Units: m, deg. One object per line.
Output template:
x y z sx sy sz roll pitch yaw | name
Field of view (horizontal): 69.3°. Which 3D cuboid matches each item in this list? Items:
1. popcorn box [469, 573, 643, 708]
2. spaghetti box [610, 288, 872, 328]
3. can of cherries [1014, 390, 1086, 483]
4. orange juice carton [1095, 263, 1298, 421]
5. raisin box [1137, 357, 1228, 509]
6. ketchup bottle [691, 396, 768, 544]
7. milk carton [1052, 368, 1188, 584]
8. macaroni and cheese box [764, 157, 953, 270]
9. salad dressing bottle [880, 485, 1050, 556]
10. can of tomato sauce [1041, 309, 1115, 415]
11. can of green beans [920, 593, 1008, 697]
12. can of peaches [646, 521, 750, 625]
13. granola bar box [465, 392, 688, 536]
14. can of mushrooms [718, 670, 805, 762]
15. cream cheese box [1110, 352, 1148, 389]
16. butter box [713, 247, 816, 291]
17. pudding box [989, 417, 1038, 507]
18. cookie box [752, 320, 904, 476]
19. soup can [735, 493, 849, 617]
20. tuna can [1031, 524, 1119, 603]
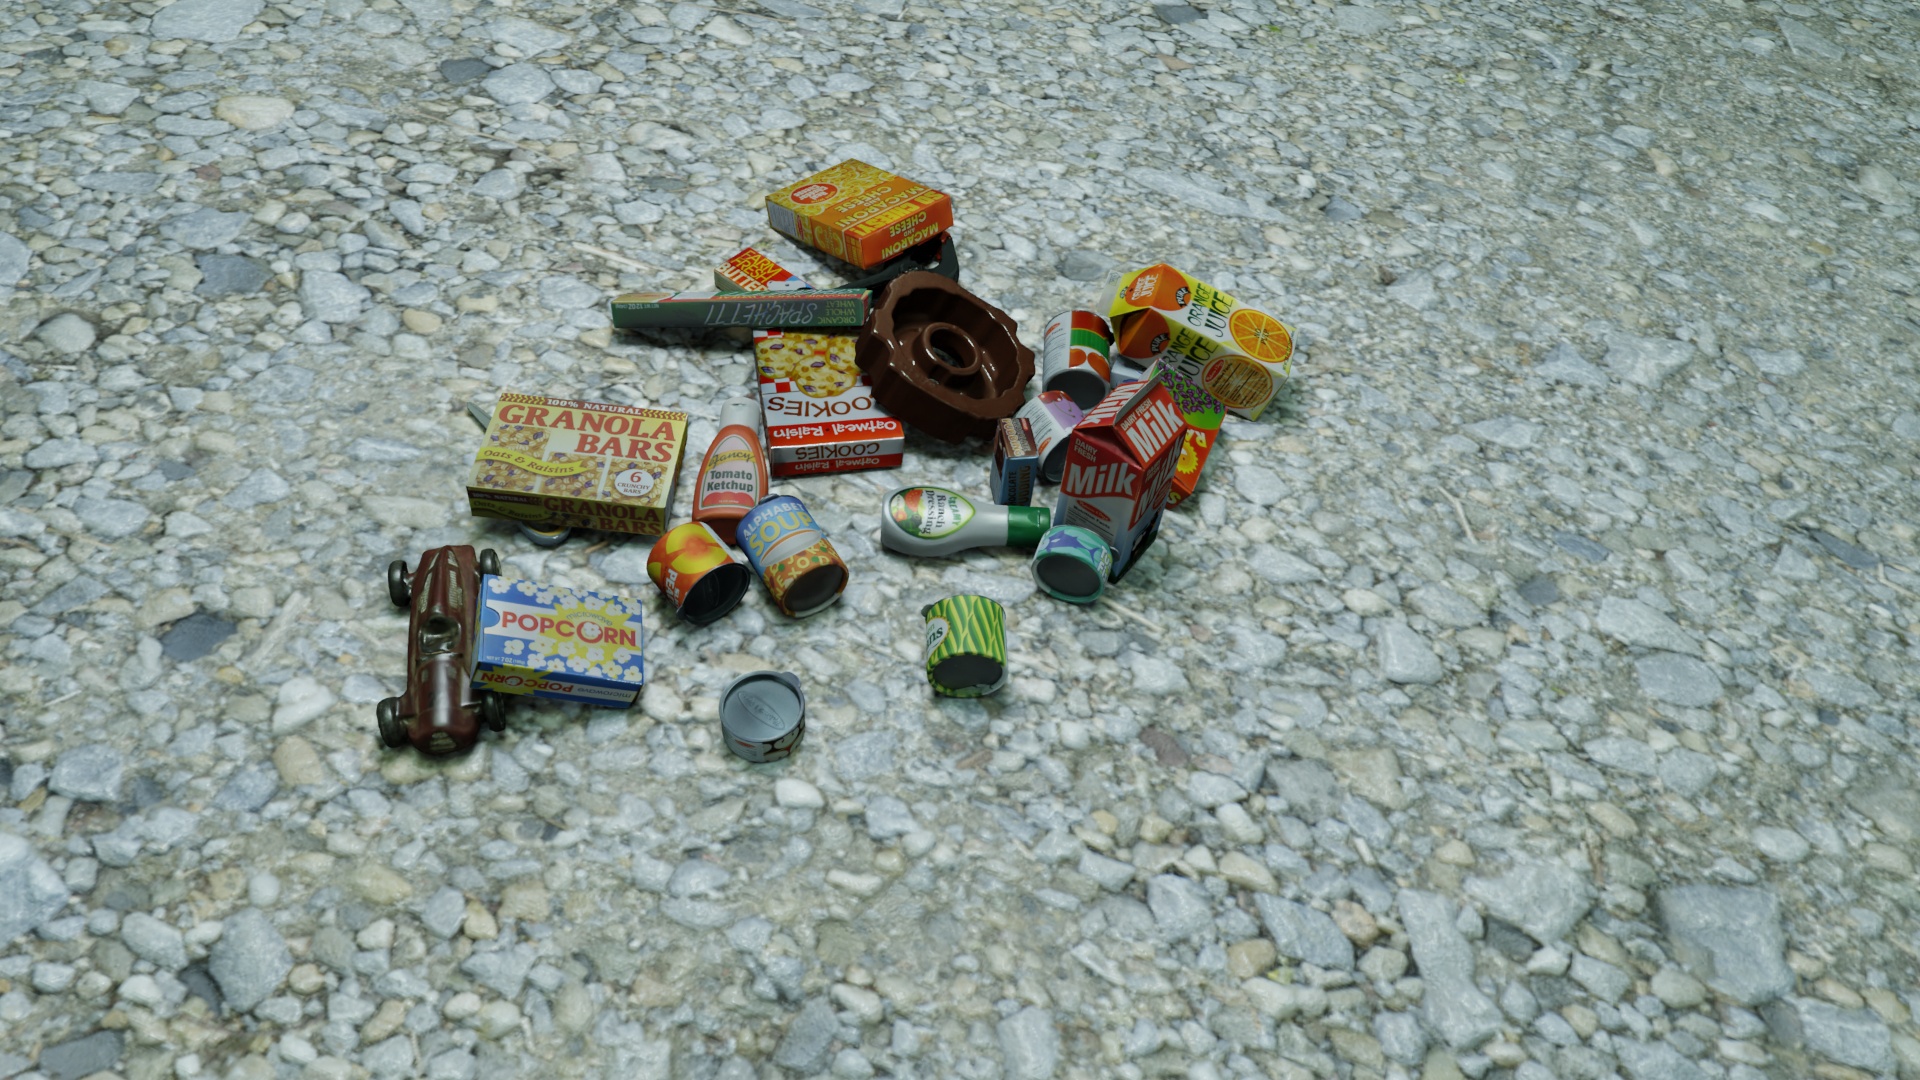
-0.313 0.079 1.084 0.127 0.038 0.085 12 46 -26 | popcorn box
-0.212 -0.226 1.355 0.250 0.028 0.050 0 20 5 | spaghetti box
0.091 -0.096 1.285 0.072 0.071 0.058 -21 54 -22 | can of cherries
0.224 -0.201 1.350 0.193 0.072 0.072 26 51 -4 | orange juice carton
0.191 -0.100 1.295 0.086 0.040 0.124 36 51 -8 | raisin box
-0.202 -0.065 1.242 0.065 0.043 0.149 1 49 -4 | ketchup bottle
0.135 -0.059 1.173 0.073 0.189 0.073 32 54 20 | milk carton
-0.107 -0.348 1.471 0.124 0.040 0.167 -33 45 -28 | macaroni and cheese box
0.004 -0.015 1.219 0.148 0.043 0.064 3 59 -3 | salad dressing bottle
0.115 -0.171 1.350 0.071 0.070 0.083 6 50 -1 | can of tomato sauce
0.005 0.085 1.119 0.071 0.071 0.058 2 50 -4 | can of green beans
-0.219 0.028 1.146 0.071 0.070 0.058 -30 58 -27 | can of peaches
-0.330 -0.067 1.214 0.166 0.038 0.125 6 46 -5 | granola bar box
-0.152 0.136 1.082 0.071 0.033 0.071 2 49 -3 | can of mushrooms
0.187 -0.187 1.397 0.053 0.024 0.104 16 50 10 | cream cheese box
-0.199 -0.258 1.420 0.103 0.024 0.053 35 56 22 | butter box
0.047 -0.064 1.239 0.030 0.083 0.050 -4 50 -9 | pudding box
-0.127 -0.136 1.313 0.123 0.040 0.168 -6 49 -11 | cookie box
-0.141 0.012 1.164 0.071 0.071 0.084 -23 56 -23 | soup can
0.098 0.021 1.182 0.071 0.070 0.033 17 52 9 | tuna can
